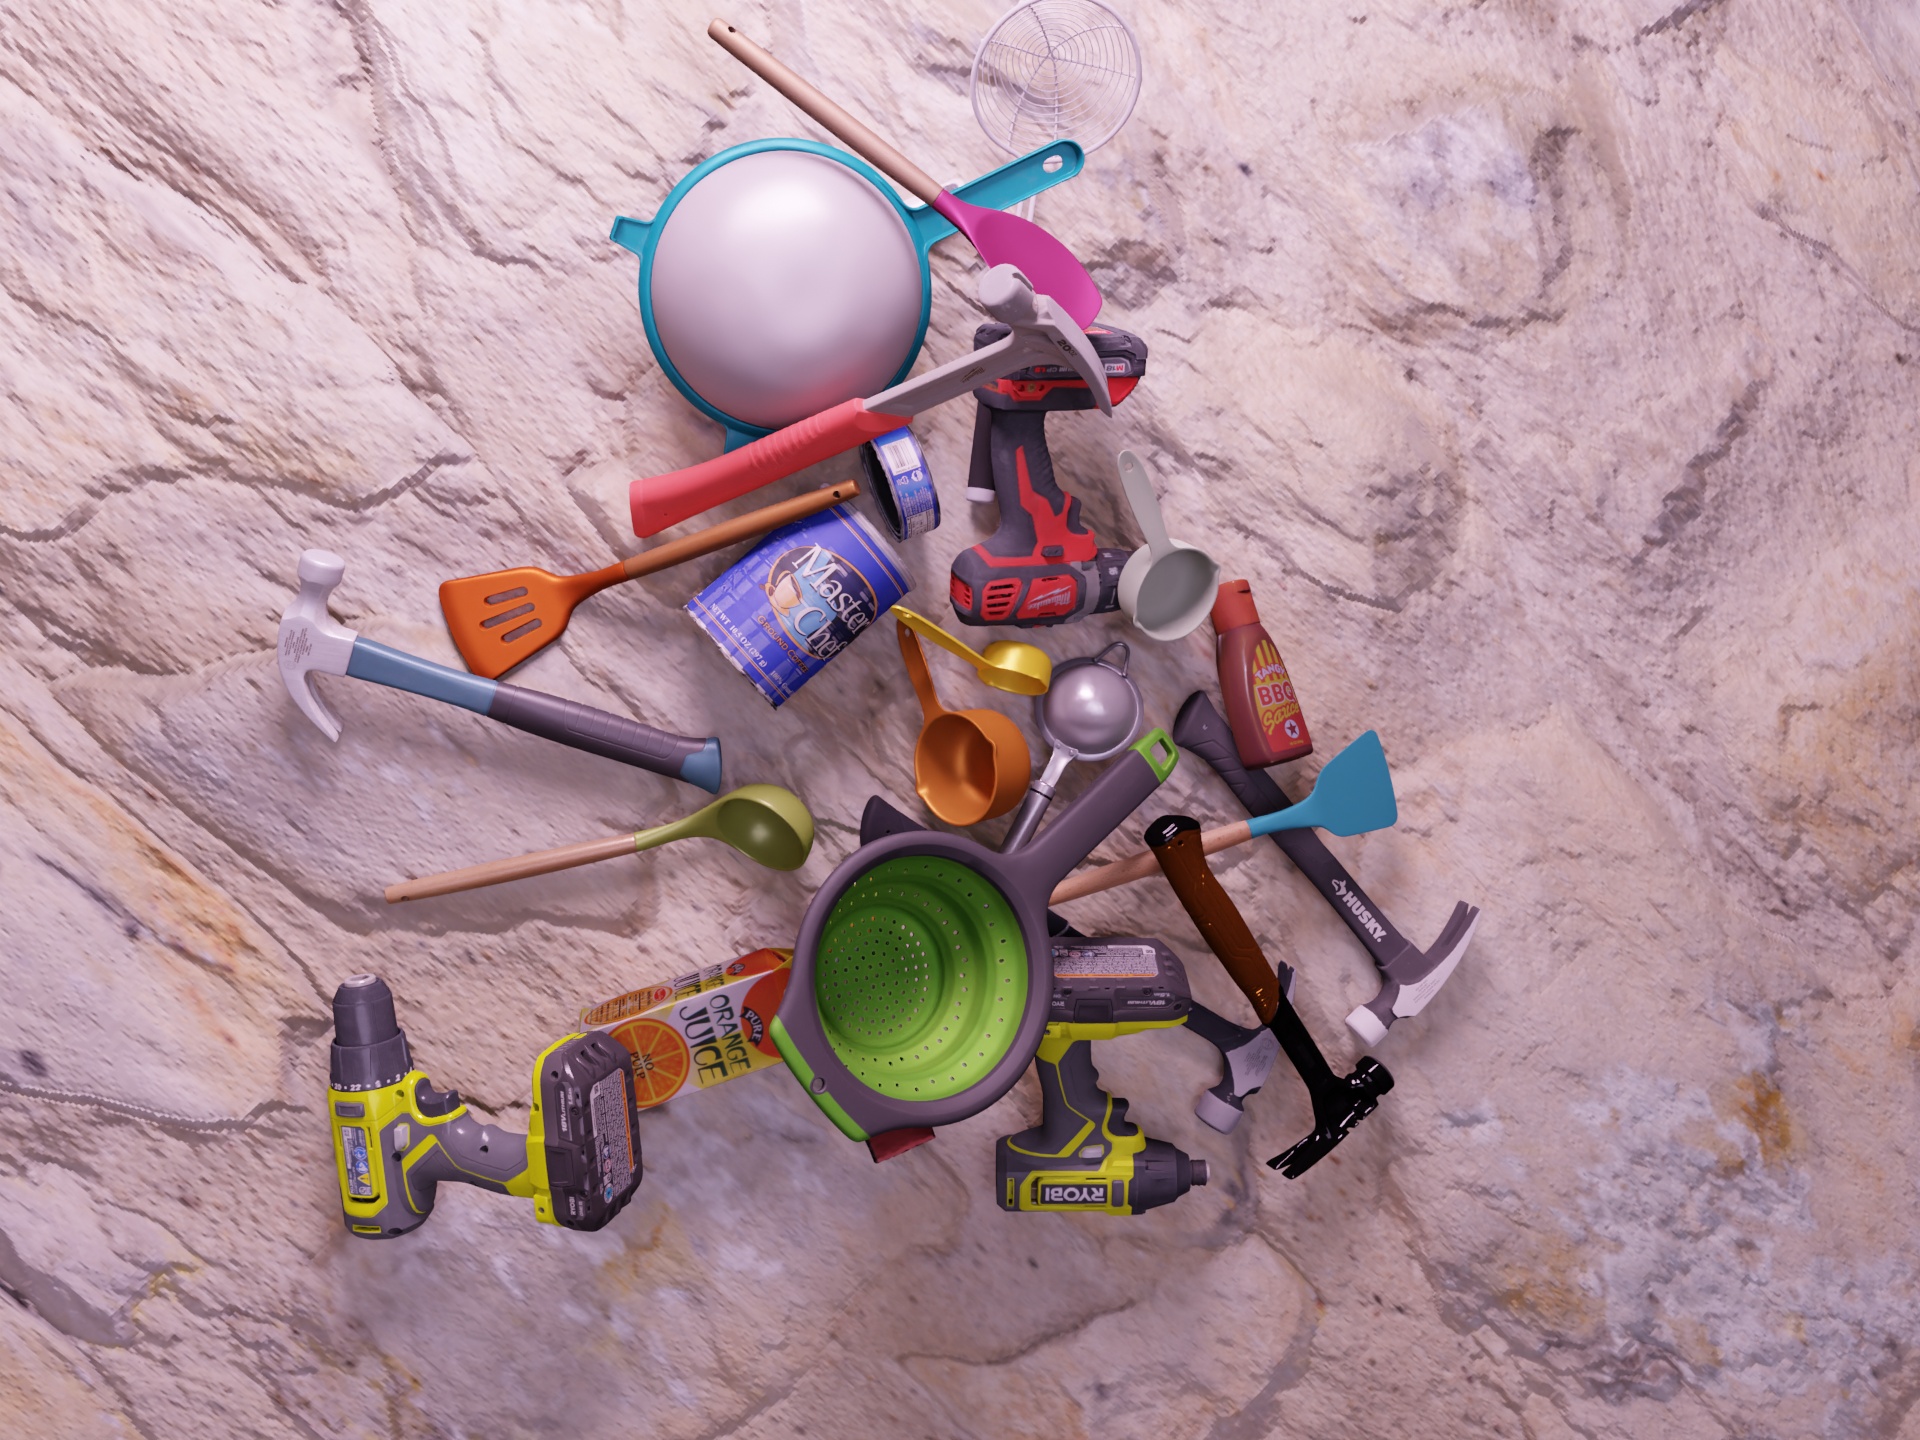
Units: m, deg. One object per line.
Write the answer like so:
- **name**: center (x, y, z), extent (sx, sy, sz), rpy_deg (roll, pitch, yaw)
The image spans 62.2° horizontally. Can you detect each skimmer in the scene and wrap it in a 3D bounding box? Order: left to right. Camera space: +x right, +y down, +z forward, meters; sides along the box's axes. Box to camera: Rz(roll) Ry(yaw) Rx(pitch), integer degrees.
- **skimmer**: center (0.050, -0.343, 1.184), extent (0.127, 0.090, 0.363), rpy_deg (8, 95, -16)

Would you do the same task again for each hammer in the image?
- **hammer**: center (-0.329, -0.013, 1.165), extent (0.331, 0.033, 0.128), rpy_deg (19, 109, -17)
- **hammer**: center (-0.079, -0.198, 1.106), extent (0.359, 0.149, 0.037), rpy_deg (-18, 61, 25)
- **hammer**: center (0.094, 0.176, 1.282), extent (0.408, 0.036, 0.149), rpy_deg (33, 88, -13)
- **hammer**: center (0.231, 0.214, 1.268), extent (0.127, 0.034, 0.336), rpy_deg (-39, 113, -14)
- **hammer**: center (0.292, 0.106, 1.314), extent (0.146, 0.035, 0.334), rpy_deg (-42, 102, -3)

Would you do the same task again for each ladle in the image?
- **ladle**: center (-0.269, 0.106, 1.191), extent (0.320, 0.062, 0.078), rpy_deg (-12, 134, -6)

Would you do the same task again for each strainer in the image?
- **strainer**: center (-0.058, -0.322, 1.107), extent (0.340, 0.095, 0.210), rpy_deg (-26, 113, -2)
- **strainer**: center (0.070, 0.048, 1.241), extent (0.087, 0.050, 0.258), rpy_deg (27, 84, 9)

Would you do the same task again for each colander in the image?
- **colander**: center (0.014, 0.136, 1.180), extent (0.397, 0.094, 0.204), rpy_deg (-41, 102, -27)

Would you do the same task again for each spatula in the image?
- **spatula**: center (-0.222, -0.114, 1.151), extent (0.322, 0.041, 0.081), rpy_deg (-18, 102, 15)
- **spatula**: center (0.202, 0.095, 1.267), extent (0.317, 0.044, 0.082), rpy_deg (-18, 100, -4)

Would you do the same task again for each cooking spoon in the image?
- **cooking spoon**: center (-0.036, -0.368, 1.072), extent (0.319, 0.017, 0.069), rpy_deg (36, 58, -8)

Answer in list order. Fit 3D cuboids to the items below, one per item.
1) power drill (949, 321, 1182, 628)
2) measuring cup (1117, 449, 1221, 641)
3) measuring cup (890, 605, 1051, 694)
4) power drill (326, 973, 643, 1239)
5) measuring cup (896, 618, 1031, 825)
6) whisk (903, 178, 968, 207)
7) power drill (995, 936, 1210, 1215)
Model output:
- **power drill**: center (0.088, -0.181, 1.200), extent (0.188, 0.080, 0.226), rpy_deg (-6, 113, -20)
- **measuring cup**: center (0.139, -0.135, 1.185), extent (0.083, 0.038, 0.167), rpy_deg (-34, 125, -11)
- **measuring cup**: center (0.009, -0.062, 1.206), extent (0.156, 0.062, 0.029), rpy_deg (30, 69, -36)
- **power drill**: center (-0.354, 0.280, 1.149), extent (0.228, 0.080, 0.190), rpy_deg (-2, 98, 17)
- **measuring cup**: center (-0.002, -0.004, 1.232), extent (0.052, 0.095, 0.174), rpy_deg (-6, 70, -45)
- **whisk**: center (-0.099, -0.347, 1.178), extent (0.246, 0.059, 0.058), rpy_deg (-27, 60, -12)
- **power drill**: center (0.114, 0.286, 1.251), extent (0.171, 0.080, 0.223), rpy_deg (0, 111, 0)
